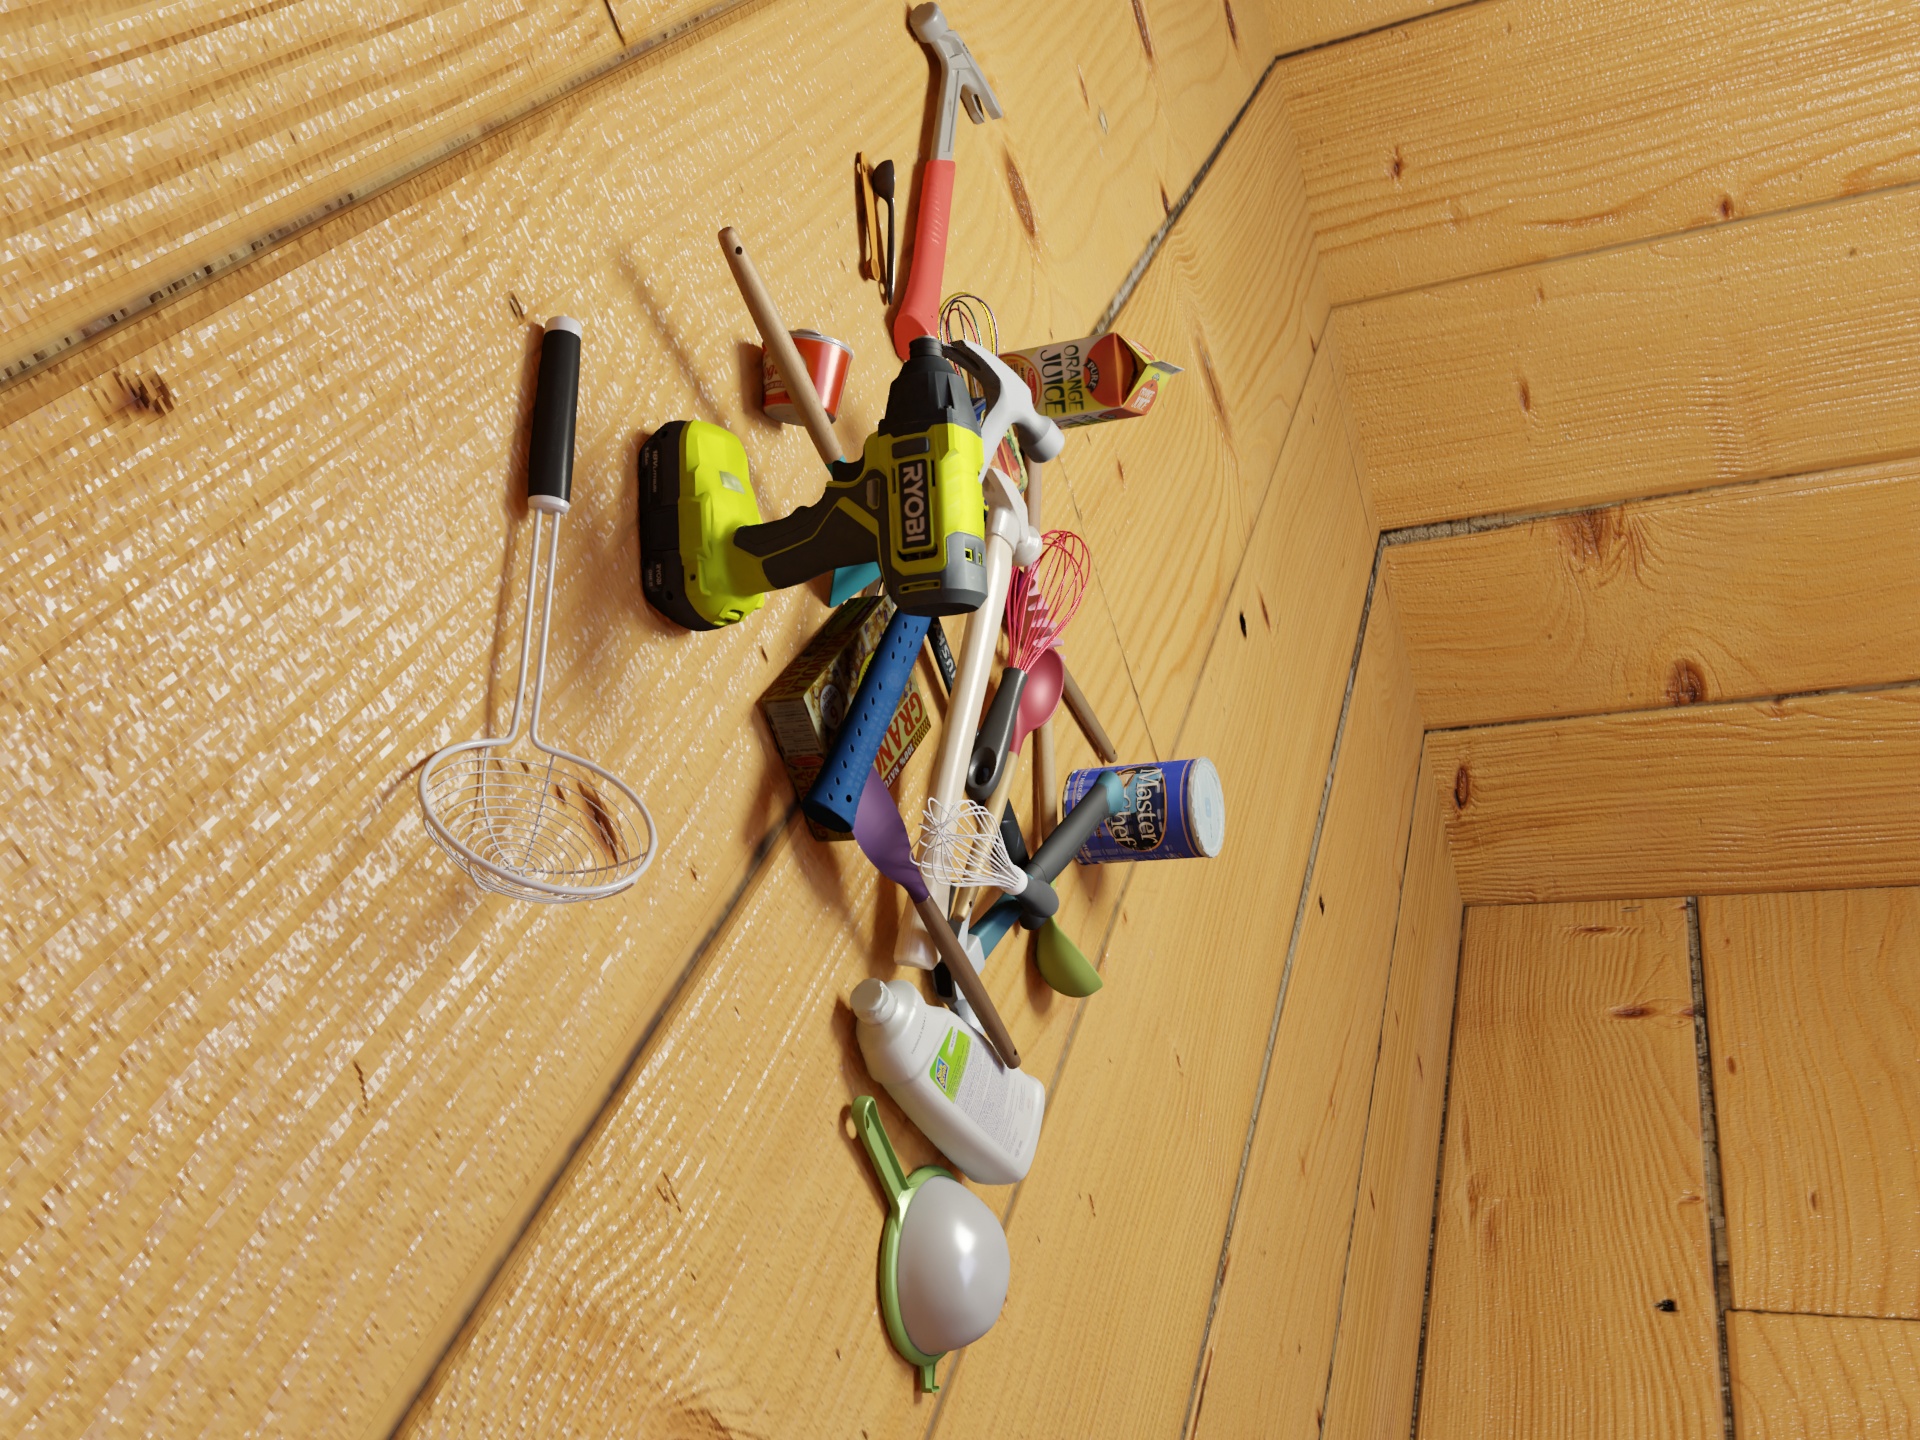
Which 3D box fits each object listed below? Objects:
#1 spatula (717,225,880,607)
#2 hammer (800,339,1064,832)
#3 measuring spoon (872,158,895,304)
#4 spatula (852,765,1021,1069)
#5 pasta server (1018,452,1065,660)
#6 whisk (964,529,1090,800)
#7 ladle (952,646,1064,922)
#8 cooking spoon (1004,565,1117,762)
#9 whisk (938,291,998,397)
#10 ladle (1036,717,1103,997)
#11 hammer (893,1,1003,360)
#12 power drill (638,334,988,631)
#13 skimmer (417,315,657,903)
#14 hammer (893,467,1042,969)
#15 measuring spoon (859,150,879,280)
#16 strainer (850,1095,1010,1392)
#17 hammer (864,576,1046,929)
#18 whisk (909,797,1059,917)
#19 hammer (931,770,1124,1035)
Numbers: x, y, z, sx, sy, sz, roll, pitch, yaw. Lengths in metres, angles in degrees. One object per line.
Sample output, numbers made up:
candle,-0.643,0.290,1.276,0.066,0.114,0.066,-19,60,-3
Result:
spatula,-0.108,-0.211,1.138,0.082,0.044,0.317,-39,132,-16
hammer,-0.029,-0.106,1.187,0.143,0.035,0.406,44,57,-39
measuring spoon,-0.067,-0.421,1.371,0.034,0.018,0.124,-176,-95,-77
spatula,-0.020,0.156,1.222,0.315,0.018,0.060,63,35,-28
pasta server,0.078,-0.195,1.574,0.060,0.040,0.316,57,31,-58
whisk,0.055,-0.056,1.408,0.073,0.073,0.296,54,45,-46
ladle,0.039,0.051,1.386,0.069,0.031,0.316,60,35,-35
cooking spoon,0.101,-0.050,1.630,0.318,0.017,0.069,55,35,-44
whisk,0.016,-0.276,1.491,0.047,0.051,0.245,-26,113,-41
ladle,0.099,0.109,1.548,0.078,0.062,0.320,93,-5,-74
hammer,-0.017,-0.478,1.462,0.149,0.037,0.359,43,46,-54
power drill,-0.091,-0.144,1.013,0.080,0.223,0.171,10,75,-64
skimmer,-0.223,-0.074,0.880,0.127,0.090,0.363,11,69,-31
hammer,-0.002,-0.004,1.295,0.146,0.038,0.411,49,49,-62
measuring spoon,-0.081,-0.429,1.353,0.021,0.011,0.117,21,61,-71
strainer,-0.016,0.385,1.227,0.152,0.069,0.256,-61,139,-50
hammer,0.009,0.017,1.406,0.149,0.036,0.408,-57,135,-51
whisk,0.032,0.120,1.275,0.284,0.070,0.070,41,48,-62
hammer,0.067,0.143,1.432,0.331,0.033,0.128,-43,127,-48
